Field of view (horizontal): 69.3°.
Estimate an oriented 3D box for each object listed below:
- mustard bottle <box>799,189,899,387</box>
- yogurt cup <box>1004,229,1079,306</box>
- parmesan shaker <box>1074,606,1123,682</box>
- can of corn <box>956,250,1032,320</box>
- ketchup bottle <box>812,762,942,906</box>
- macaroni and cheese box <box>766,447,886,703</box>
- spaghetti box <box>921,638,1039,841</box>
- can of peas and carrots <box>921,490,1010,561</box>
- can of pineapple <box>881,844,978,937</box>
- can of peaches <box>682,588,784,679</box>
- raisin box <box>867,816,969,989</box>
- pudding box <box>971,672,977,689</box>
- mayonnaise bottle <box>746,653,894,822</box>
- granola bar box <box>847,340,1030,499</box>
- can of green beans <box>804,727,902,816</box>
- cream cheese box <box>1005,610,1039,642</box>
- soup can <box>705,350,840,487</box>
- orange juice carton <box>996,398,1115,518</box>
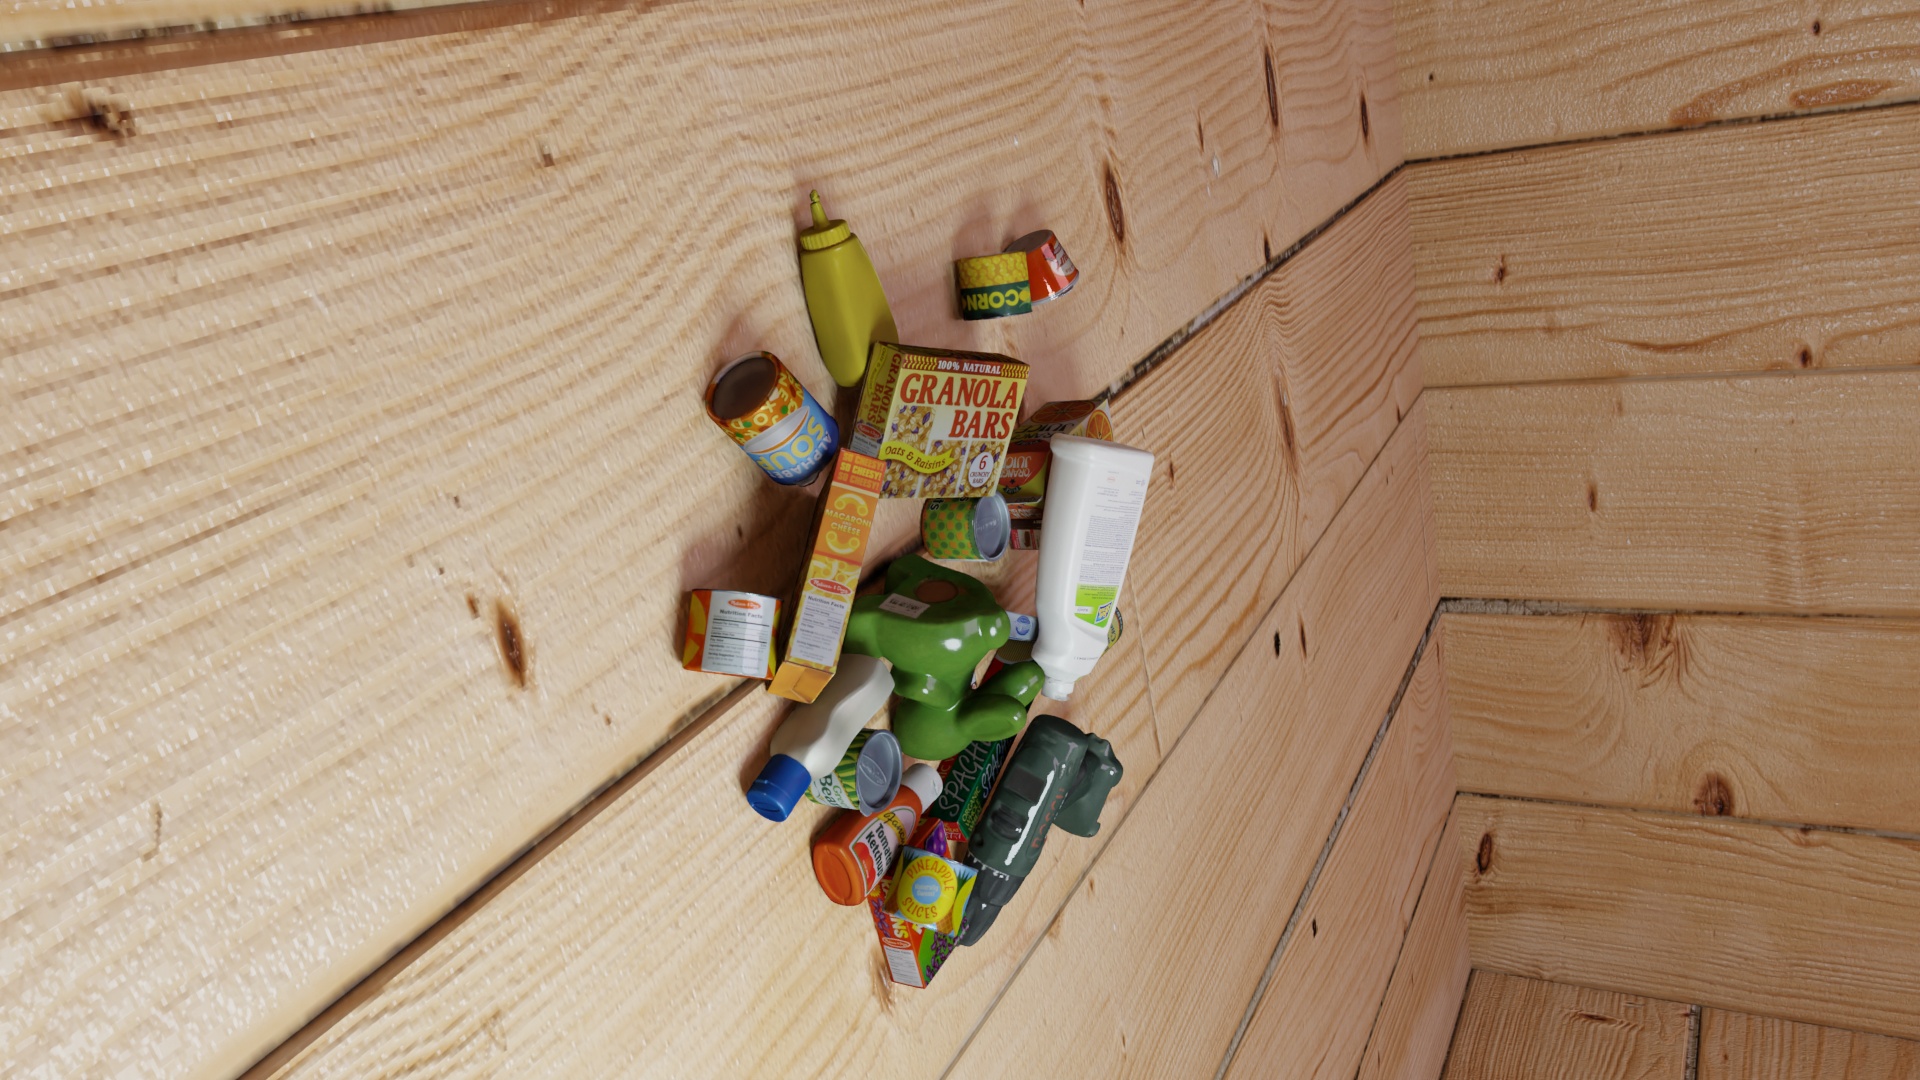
[{"bbox_3d":[-0.095,-0.204,1.112,0.066,0.049,0.159,-45,127,-46],"label":"mustard bottle"},{"bbox_3d":[0.078,-0.275,1.391,0.053,0.072,0.073,61,41,-28],"label":"yogurt cup"},{"bbox_3d":[0.122,0.100,1.467,0.103,0.071,0.071,-34,119,-54],"label":"parmesan shaker"},{"bbox_3d":[0.032,-0.240,1.306,0.071,0.071,0.058,-26,112,-56],"label":"can of corn"},{"bbox_3d":[-0.066,0.241,1.173,0.149,0.043,0.064,-40,121,-53],"label":"ketchup bottle"},{"bbox_3d":[-0.101,0.030,1.048,0.123,0.040,0.167,130,-25,-68],"label":"macaroni and cheese box"},{"bbox_3d":[0.029,0.178,1.326,0.251,0.050,0.028,-60,137,-39],"label":"spaghetti box"},{"bbox_3d":[0.005,-0.016,1.273,0.071,0.058,0.071,0,90,-59],"label":"can of peas and carrots"},{"bbox_3d":[-0.025,0.289,1.145,0.071,0.071,0.058,40,64,-52],"label":"can of pineapple"},{"bbox_3d":[-0.162,0.067,0.990,0.071,0.071,0.058,19,74,-58],"label":"can of peaches"},{"bbox_3d":[-0.039,0.317,1.224,0.086,0.040,0.123,-41,124,-51],"label":"raisin box"},{"bbox_3d":[-0.009,0.136,1.281,0.050,0.030,0.083,-34,119,-56],"label":"pudding box"},{"bbox_3d":[-0.112,0.151,1.081,0.149,0.064,0.041,-55,130,-38],"label":"mayonnaise bottle"},{"bbox_3d":[-0.020,-0.099,1.168,0.166,0.039,0.123,-3,113,-51],"label":"granola bar box"},{"bbox_3d":[-0.089,0.183,1.120,0.071,0.058,0.071,-2,92,-60],"label":"can of green beans"},{"bbox_3d":[0.038,0.080,1.335,0.104,0.053,0.024,16,81,-58],"label":"cream cheese box"},{"bbox_3d":[-0.137,-0.088,1.023,0.083,0.071,0.071,48,51,-48],"label":"soup can"},{"bbox_3d":[0.087,-0.076,1.398,0.194,0.072,0.072,-43,126,-51],"label":"orange juice carton"}]
